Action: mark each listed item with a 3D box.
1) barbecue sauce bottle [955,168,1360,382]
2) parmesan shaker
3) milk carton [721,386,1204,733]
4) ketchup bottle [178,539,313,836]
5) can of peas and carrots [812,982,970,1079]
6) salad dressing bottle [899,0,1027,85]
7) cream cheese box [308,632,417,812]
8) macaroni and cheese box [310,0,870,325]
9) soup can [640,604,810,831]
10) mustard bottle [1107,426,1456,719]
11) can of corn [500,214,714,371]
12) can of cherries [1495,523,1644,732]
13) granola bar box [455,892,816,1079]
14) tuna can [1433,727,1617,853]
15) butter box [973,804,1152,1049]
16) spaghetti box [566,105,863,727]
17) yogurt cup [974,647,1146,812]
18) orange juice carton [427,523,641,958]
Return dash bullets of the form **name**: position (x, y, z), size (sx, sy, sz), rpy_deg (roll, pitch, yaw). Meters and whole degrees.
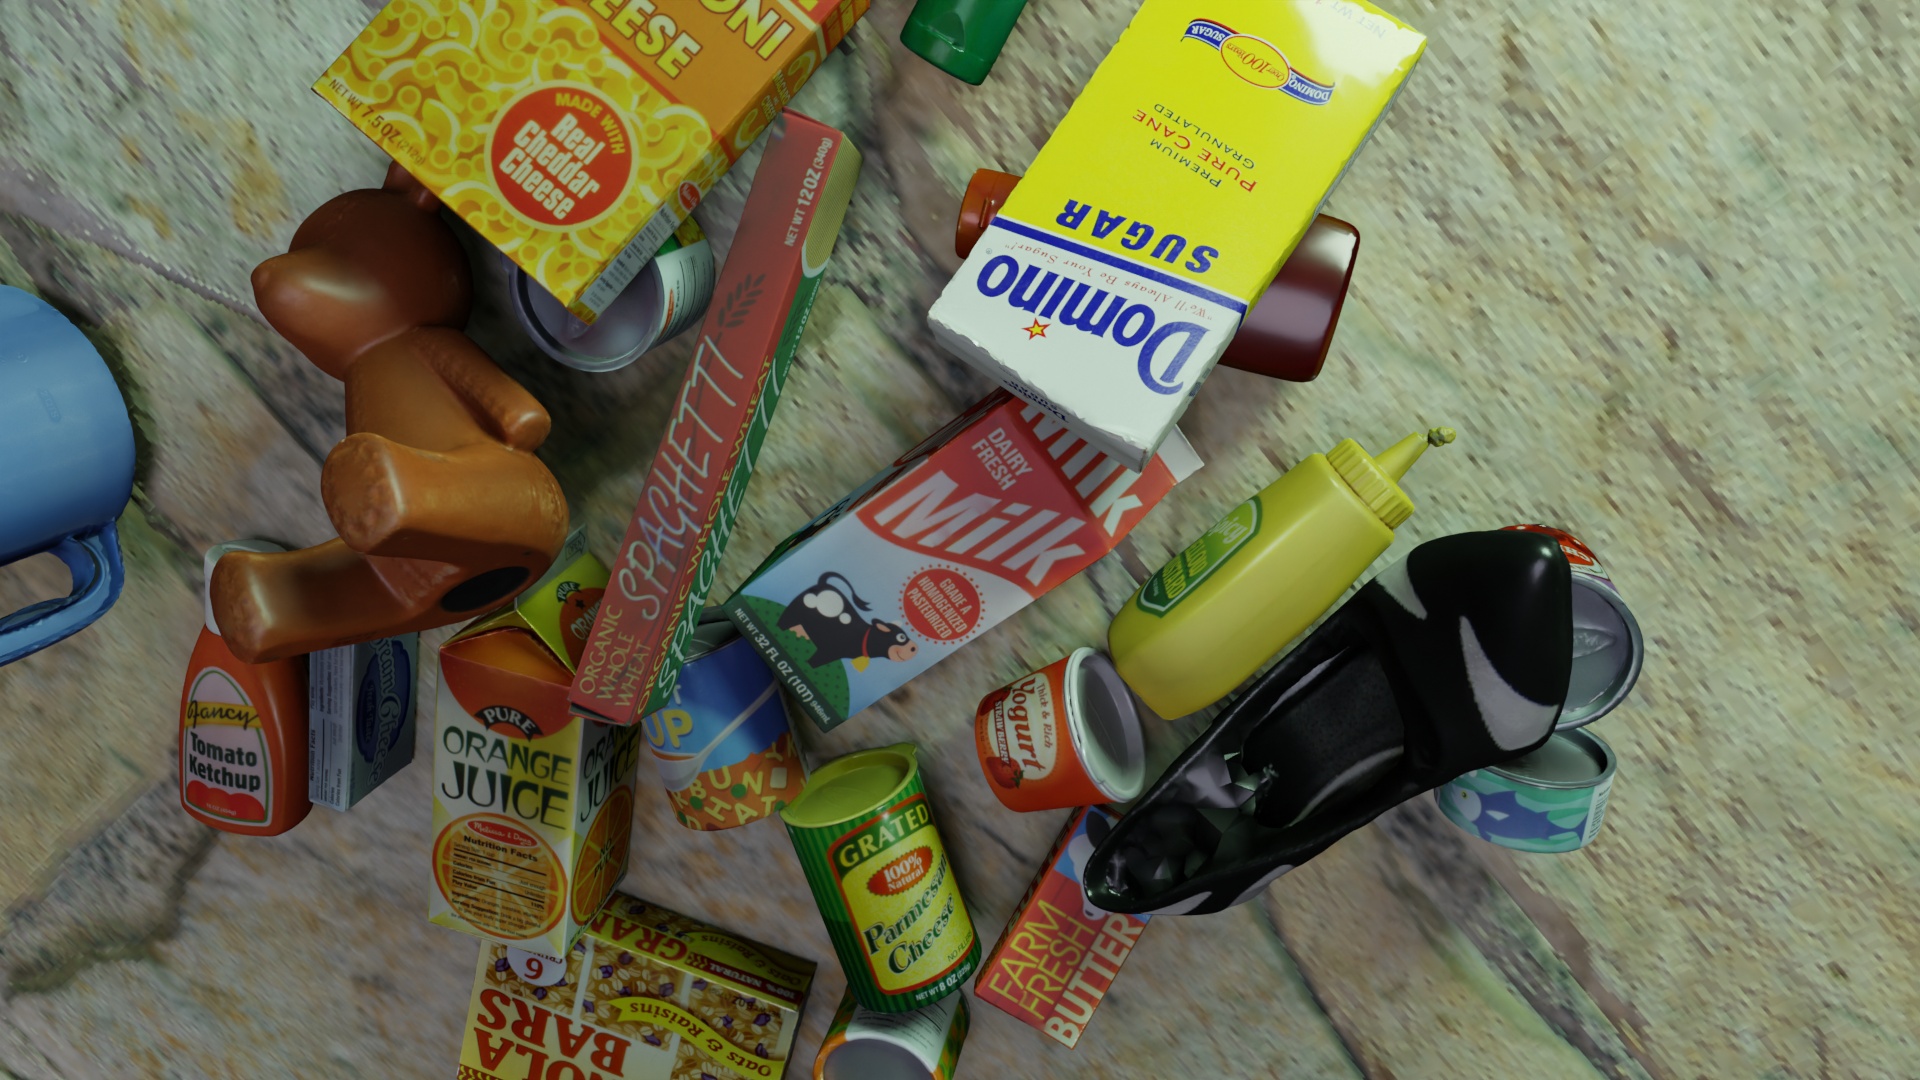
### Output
- **barbecue sauce bottle**: position (0.073, -0.109, 0.538), size (0.148, 0.044, 0.064), rpy_deg (16, 99, 7)
- **parmesan shaker**: position (-0.033, 0.156, 0.645), size (0.071, 0.071, 0.102), rpy_deg (-14, 106, 17)
- **milk carton**: position (0.002, -0.007, 0.573), size (0.190, 0.074, 0.072), rpy_deg (-33, 100, 20)
- **ketchup bottle**: position (-0.357, 0.073, 0.695), size (0.065, 0.044, 0.148), rpy_deg (14, 111, 7)
- **can of peas and carrots**: position (-0.034, 0.251, 0.681), size (0.071, 0.059, 0.070), rpy_deg (4, 110, 11)
- **salad dressing bottle**: position (0.028, -0.239, 0.501), size (0.064, 0.044, 0.147), rpy_deg (31, 113, -1)
- **cream cheese box**: position (-0.290, 0.075, 0.676), size (0.024, 0.053, 0.103), rpy_deg (14, 112, 9)
- **macaroni and cheese box**: position (-0.133, -0.184, 0.518), size (0.124, 0.040, 0.166), rpy_deg (41, 87, 0)
- **soup can**: position (-0.113, 0.081, 0.631), size (0.071, 0.071, 0.083), rpy_deg (-10, 107, 15)
- **mustard bottle**: position (0.130, 0.005, 0.558), size (0.160, 0.065, 0.049), rpy_deg (-42, 103, 16)
- **can of corn**: position (-0.145, -0.110, 0.576), size (0.071, 0.058, 0.071), rpy_deg (4, 110, 11)
- **can of cherries**: position (0.227, 0.031, 0.547), size (0.071, 0.058, 0.071), rpy_deg (4, 110, 12)
- **granola bar box**: position (-0.169, 0.251, 0.720), size (0.166, 0.039, 0.123), rpy_deg (19, 111, 5)
- **tuna can**: position (0.226, 0.096, 0.566), size (0.071, 0.071, 0.032), rpy_deg (7, 111, 10)
- **butter box**: position (0.053, 0.173, 0.633), size (0.053, 0.024, 0.103), rpy_deg (31, 89, 0)
- **spaghetti box**: position (-0.097, -0.045, 0.556), size (0.029, 0.050, 0.249), rpy_deg (21, 95, 4)
- **yogurt cup**: position (0.042, 0.086, 0.604), size (0.054, 0.073, 0.072), rpy_deg (-21, 104, 26)
- **orange juice carton**: position (-0.197, 0.091, 0.652), size (0.073, 0.072, 0.191), rpy_deg (13, 112, 7)
